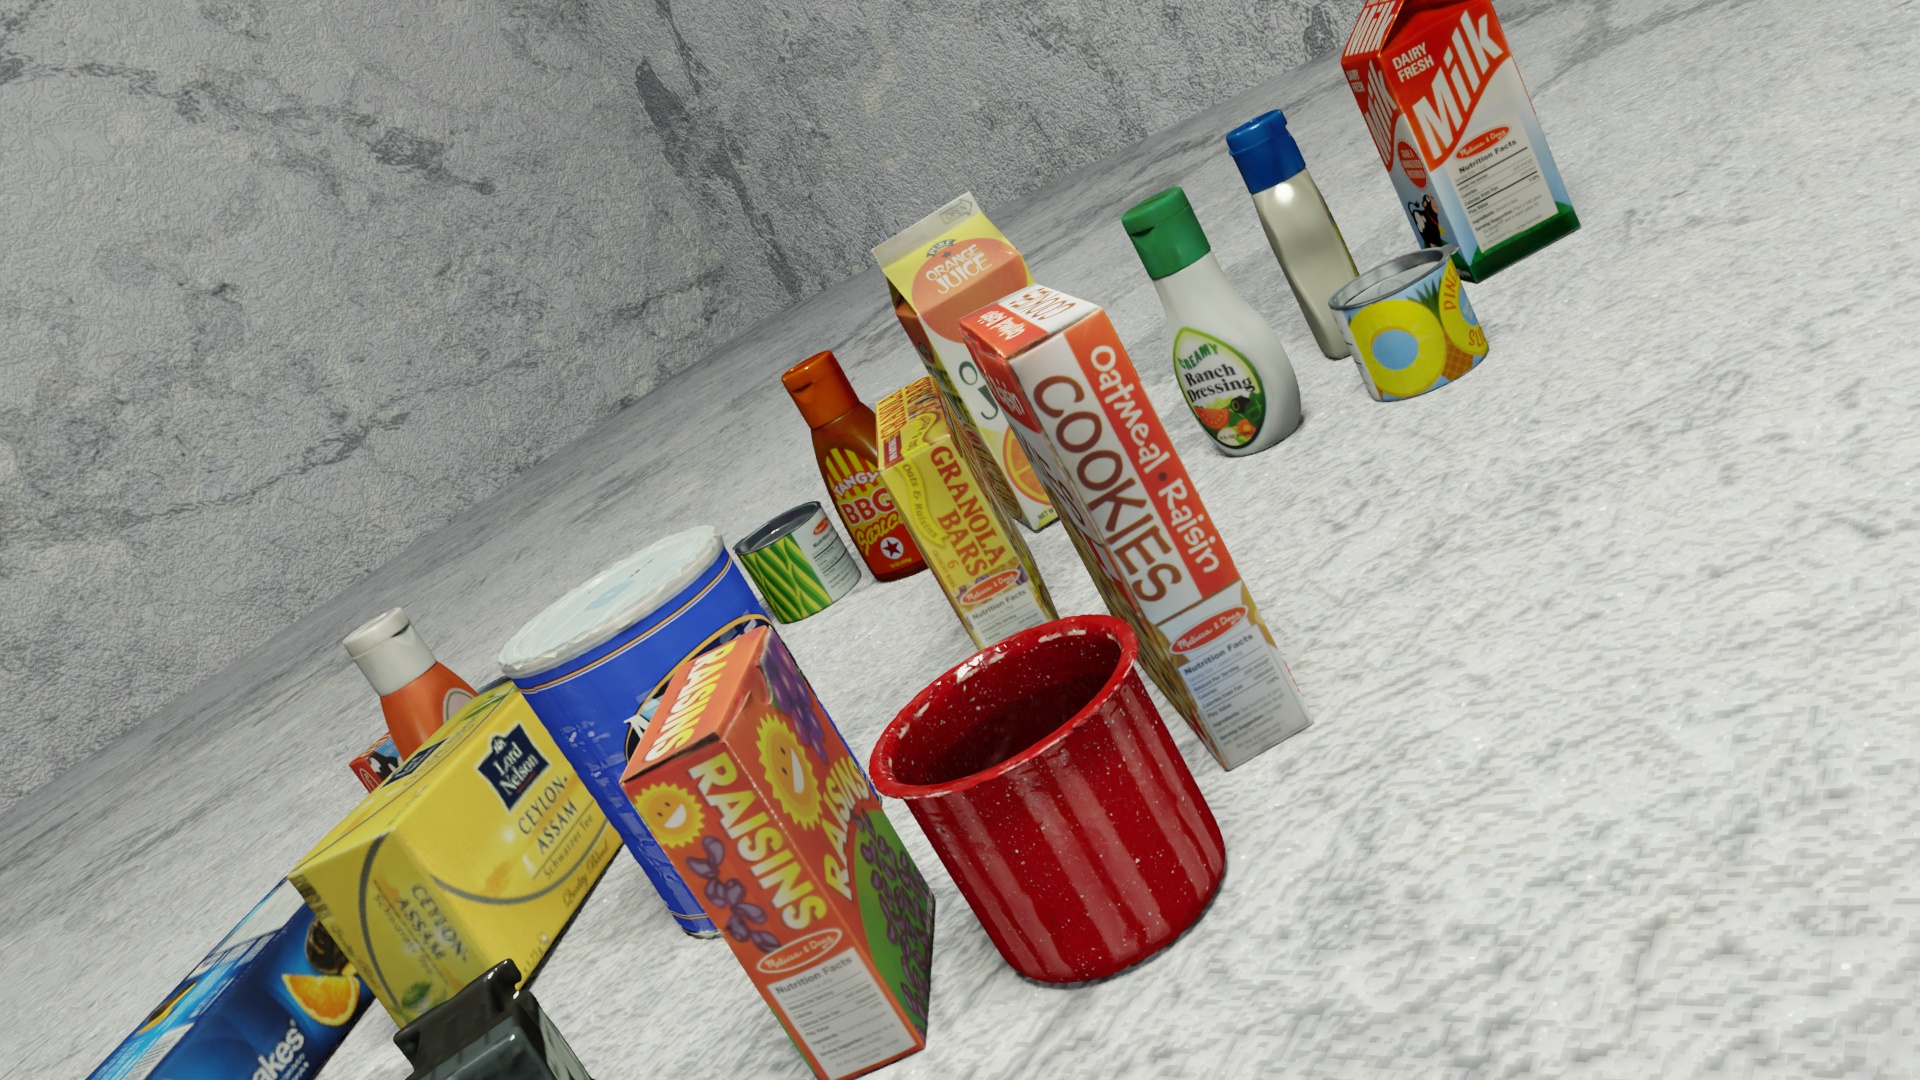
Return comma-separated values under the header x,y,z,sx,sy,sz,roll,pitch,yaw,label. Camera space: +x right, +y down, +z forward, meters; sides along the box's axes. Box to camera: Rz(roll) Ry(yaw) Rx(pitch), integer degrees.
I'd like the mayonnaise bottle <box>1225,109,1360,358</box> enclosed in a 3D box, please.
x,y,z,sx,sy,sz,roll,pitch,yaw,label
0.207,-0.185,0.838,0.041,0.147,0.065,-25,16,16,mayonnaise bottle

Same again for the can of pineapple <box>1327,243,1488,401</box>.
x,y,z,sx,sy,sz,roll,pitch,yaw,label
0.238,-0.114,0.732,0.071,0.057,0.071,-27,16,8,can of pineapple

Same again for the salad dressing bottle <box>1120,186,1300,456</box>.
x,y,z,sx,sy,sz,roll,pitch,yaw,label
0.136,-0.119,0.760,0.064,0.147,0.044,-10,25,51,salad dressing bottle

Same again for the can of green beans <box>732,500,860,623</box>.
x,y,z,sx,sy,sz,roll,pitch,yaw,label
-0.109,0.015,0.936,0.071,0.057,0.071,-27,16,8,can of green beans

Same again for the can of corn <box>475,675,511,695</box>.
x,y,z,sx,sy,sz,roll,pitch,yaw,label
-0.308,0.132,0.918,0.071,0.058,0.071,-27,16,8,can of corn

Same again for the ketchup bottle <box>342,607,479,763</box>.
x,y,z,sx,sy,sz,roll,pitch,yaw,label
-0.297,0.110,0.800,0.043,0.148,0.065,-22,17,24,ketchup bottle

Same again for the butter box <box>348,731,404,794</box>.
x,y,z,sx,sy,sz,roll,pitch,yaw,label
-0.385,0.151,1.003,0.024,0.053,0.104,-20,18,31,butter box

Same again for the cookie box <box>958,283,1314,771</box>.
x,y,z,sx,sy,sz,roll,pitch,yaw,label
0.059,-0.011,0.520,0.040,0.167,0.123,-29,15,0,cookie box

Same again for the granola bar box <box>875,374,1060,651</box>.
x,y,z,sx,sy,sz,roll,pitch,yaw,label
0.002,-0.009,0.691,0.039,0.124,0.166,-28,15,4,granola bar box

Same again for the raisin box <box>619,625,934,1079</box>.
x,y,z,sx,sy,sz,roll,pitch,yaw,label
-0.054,0.100,0.453,0.040,0.123,0.086,-27,16,10,raisin box

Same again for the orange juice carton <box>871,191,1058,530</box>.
x,y,z,sx,sy,sz,roll,pitch,yaw,label
0.022,-0.108,0.840,0.072,0.192,0.073,-31,15,-7,orange juice carton

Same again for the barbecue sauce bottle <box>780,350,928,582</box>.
x,y,z,sx,sy,sz,roll,pitch,yaw,label
-0.061,-0.048,0.879,0.064,0.148,0.044,-20,18,30,barbecue sauce bottle

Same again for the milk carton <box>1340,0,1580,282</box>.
x,y,z,sx,sy,sz,roll,pitch,yaw,label
0.294,-0.259,0.842,0.073,0.190,0.072,-28,15,4,milk carton
